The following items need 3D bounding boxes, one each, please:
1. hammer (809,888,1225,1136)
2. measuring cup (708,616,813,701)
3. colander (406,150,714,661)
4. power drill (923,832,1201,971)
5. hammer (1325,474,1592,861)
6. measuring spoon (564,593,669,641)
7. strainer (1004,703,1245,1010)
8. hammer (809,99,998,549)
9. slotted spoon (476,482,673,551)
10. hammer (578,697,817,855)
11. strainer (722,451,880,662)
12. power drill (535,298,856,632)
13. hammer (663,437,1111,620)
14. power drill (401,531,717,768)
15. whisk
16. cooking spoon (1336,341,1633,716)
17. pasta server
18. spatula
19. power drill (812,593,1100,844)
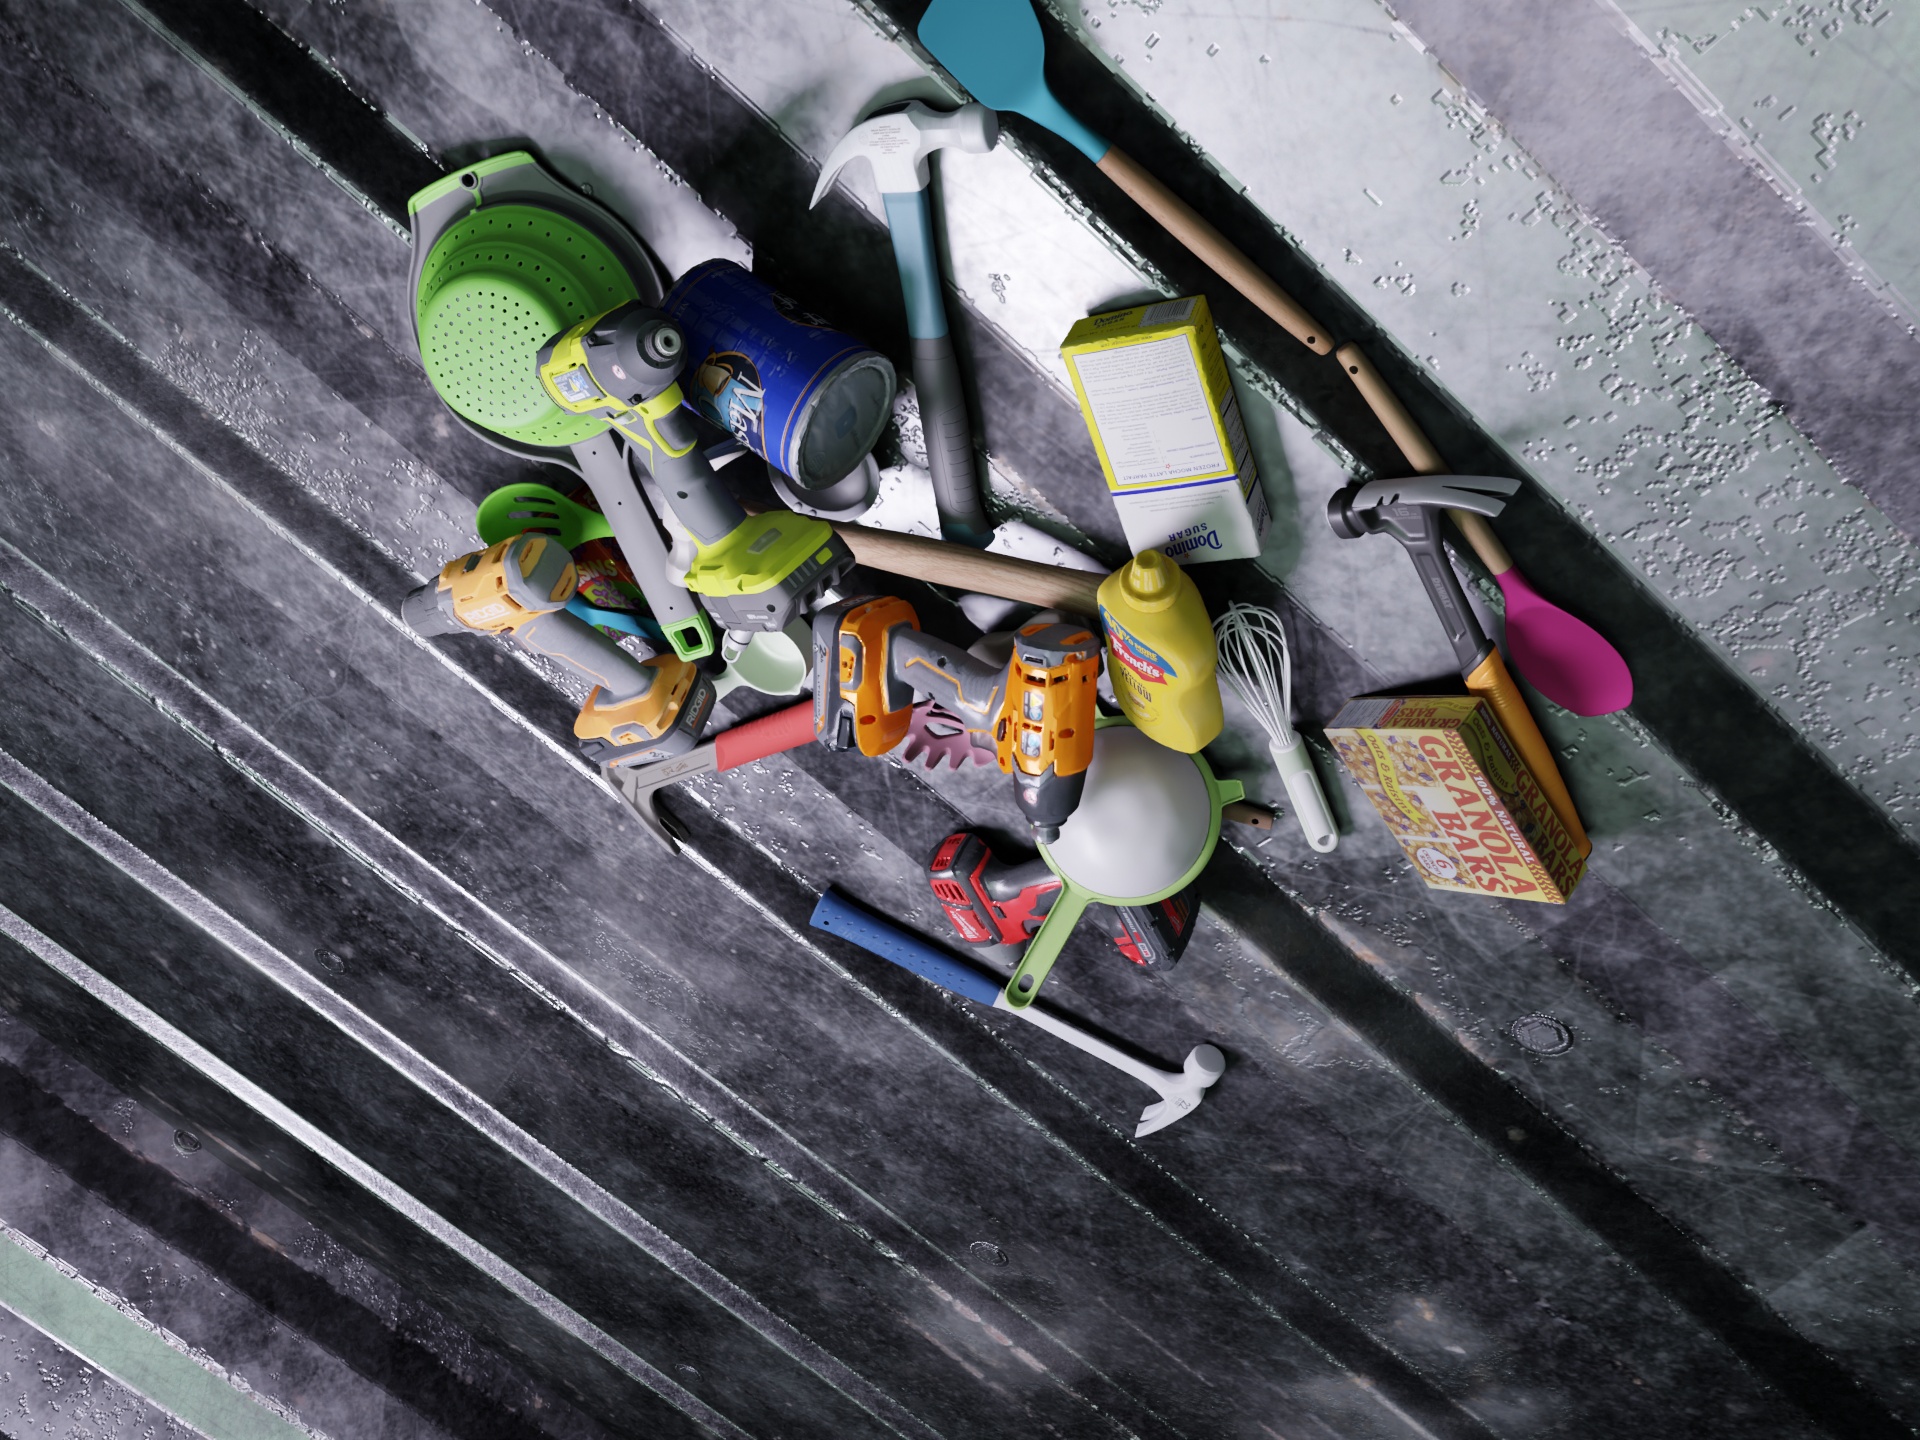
[{"bbox_3d":[0.043,0.273,1.518,0.405,0.035,0.144,27,135,3],"label":"hammer"},{"bbox_3d":[-0.185,-0.047,1.349,0.167,0.038,0.083,-27,114,43],"label":"measuring cup"},{"bbox_3d":[-0.285,-0.203,1.164,0.204,0.095,0.396,-16,114,17],"label":"colander"},{"bbox_3d":[0.085,0.158,1.369,0.220,0.079,0.143,-8,125,35],"label":"power drill"},{"bbox_3d":[0.366,-0.024,1.075,0.127,0.034,0.336,4,136,50],"label":"hammer"},{"bbox_3d":[-0.292,-0.078,1.326,0.129,0.021,0.042,13,134,18],"label":"measuring spoon"},{"bbox_3d":[0.097,0.118,1.229,0.151,0.069,0.256,30,97,10],"label":"strainer"},{"bbox_3d":[-0.018,-0.251,1.083,0.128,0.033,0.330,7,131,21],"label":"hammer"},{"bbox_3d":[-0.228,-0.148,1.253,0.314,0.031,0.070,6,123,8],"label":"slotted spoon"},{"bbox_3d":[-0.184,0.027,1.414,0.359,0.037,0.149,-18,119,38],"label":"hammer"},{"bbox_3d":[-0.129,-0.140,1.205,0.087,0.050,0.258,29,123,-6],"label":"strainer"},{"bbox_3d":[-0.173,-0.167,1.040,0.223,0.080,0.171,55,157,-24],"label":"power drill"},{"bbox_3d":[-0.052,-0.126,1.152,0.331,0.031,0.130,12,129,2],"label":"hammer"},{"bbox_3d":[-0.334,-0.054,1.300,0.185,0.084,0.226,-11,137,38],"label":"power drill"},{"bbox_3d":[0.239,0.010,1.179,0.058,0.059,0.246,-23,124,9],"label":"whisk"},{"bbox_3d":[0.338,-0.118,1.031,0.318,0.017,0.069,48,143,-18],"label":"cooking spoon"},{"bbox_3d":[0.096,0.041,1.283,0.316,0.040,0.060,16,123,12],"label":"pasta server"},{"bbox_3d":[0.110,-0.330,0.957,0.317,0.044,0.082,37,135,-14],"label":"spatula"},{"bbox_3d":[-0.002,-0.004,1.194,0.227,0.084,0.164,14,114,32],"label":"power drill"}]
